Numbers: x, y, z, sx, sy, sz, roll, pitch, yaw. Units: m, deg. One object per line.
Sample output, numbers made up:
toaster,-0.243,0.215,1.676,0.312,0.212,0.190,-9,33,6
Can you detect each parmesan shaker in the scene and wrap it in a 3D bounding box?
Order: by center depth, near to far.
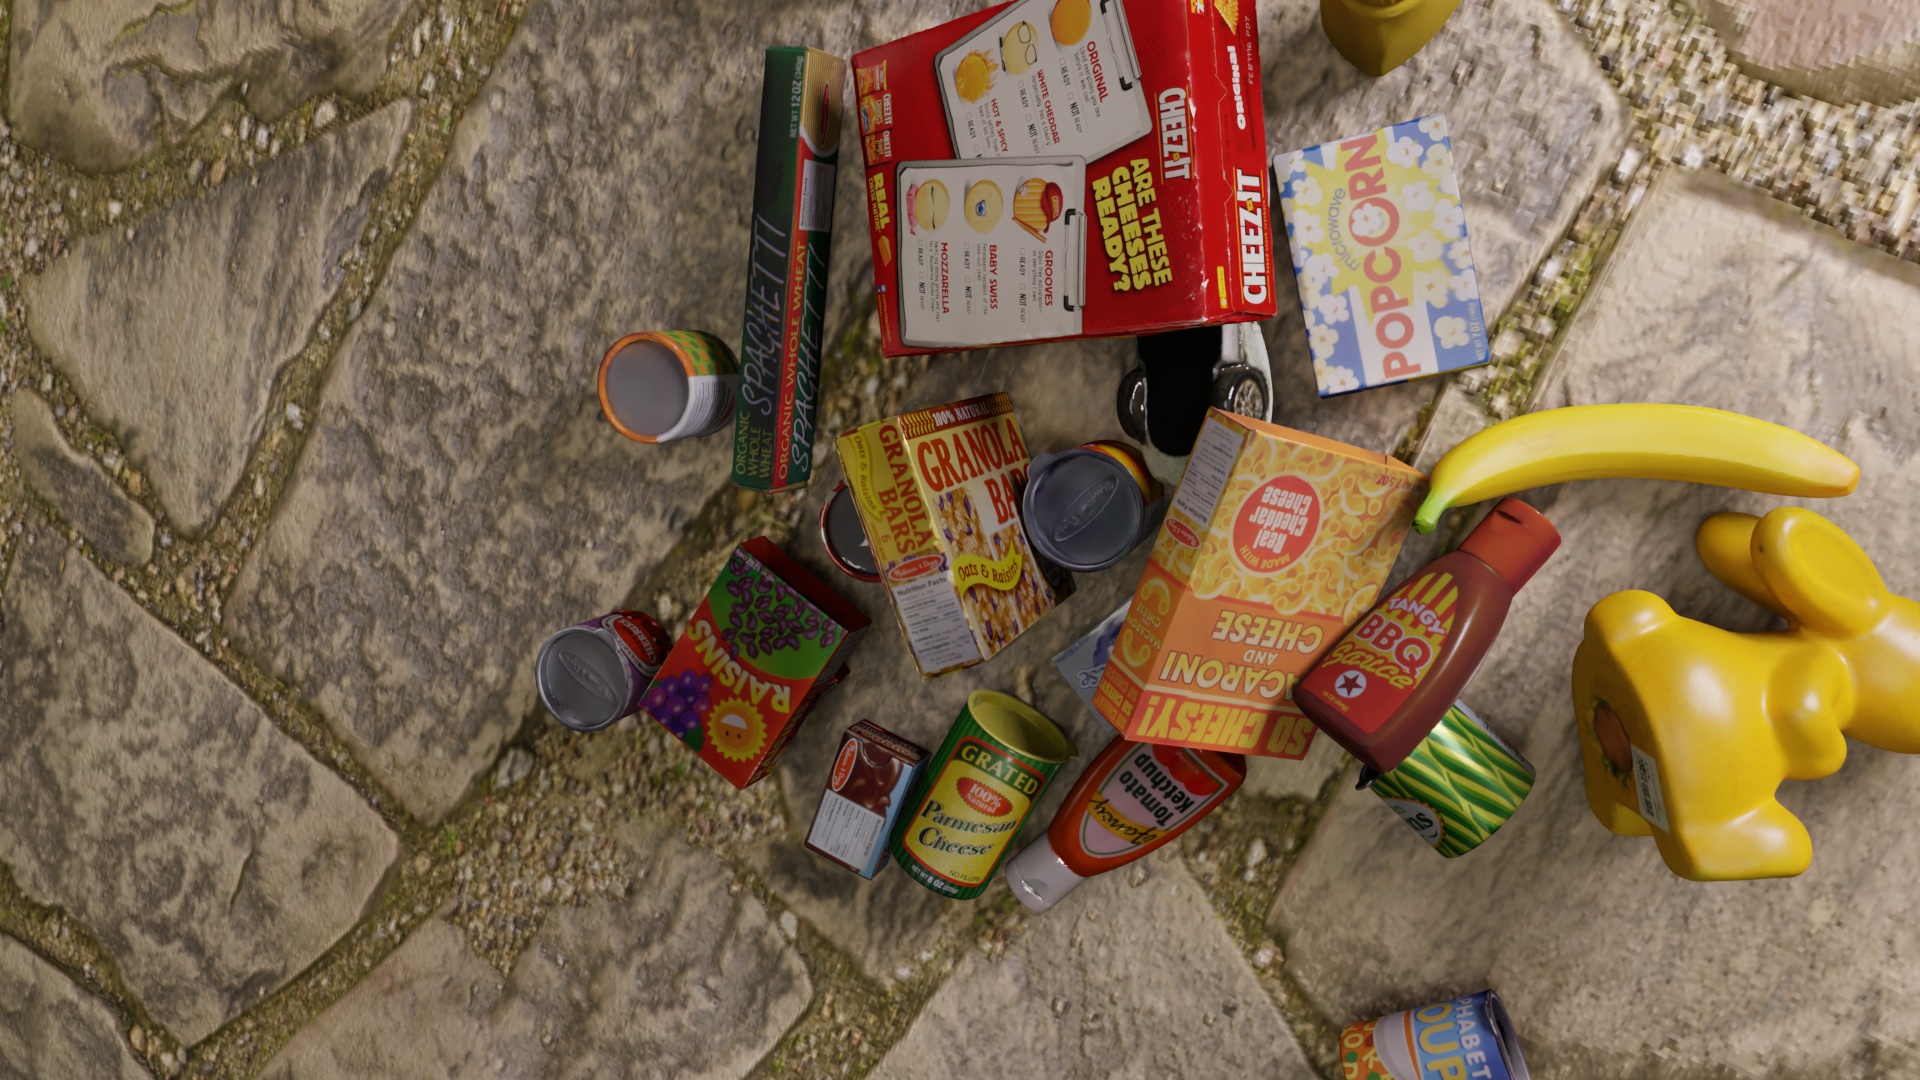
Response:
parmesan shaker,0.012,0.148,0.798,0.071,0.071,0.102,32,107,11

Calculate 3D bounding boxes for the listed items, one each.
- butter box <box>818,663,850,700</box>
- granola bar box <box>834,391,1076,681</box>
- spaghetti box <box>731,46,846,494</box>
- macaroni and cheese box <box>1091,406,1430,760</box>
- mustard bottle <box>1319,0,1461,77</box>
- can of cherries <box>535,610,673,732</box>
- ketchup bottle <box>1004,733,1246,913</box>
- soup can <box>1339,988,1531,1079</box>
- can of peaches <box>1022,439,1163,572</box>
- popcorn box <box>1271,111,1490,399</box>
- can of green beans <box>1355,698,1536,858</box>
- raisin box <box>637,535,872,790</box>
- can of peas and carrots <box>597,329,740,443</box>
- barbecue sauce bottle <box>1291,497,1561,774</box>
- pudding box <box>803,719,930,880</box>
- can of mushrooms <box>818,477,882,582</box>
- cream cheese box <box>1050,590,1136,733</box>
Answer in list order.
butter box,-0.122,0.094,0.857,0.103,0.024,0.053,-41,84,20
granola bar box,0.003,-0.009,0.724,0.039,0.166,0.124,-19,93,22
spaghetti box,-0.099,-0.151,0.797,0.029,0.050,0.249,10,102,19
macaroni and cheese box,0.153,0.026,0.709,0.124,0.040,0.166,11,108,-29
mustard bottle,0.193,-0.253,0.624,0.065,0.160,0.049,-44,82,18
can of cherries,-0.219,0.079,0.869,0.071,0.058,0.071,3,99,19
ketchup bottle,0.088,0.154,0.785,0.065,0.044,0.148,45,110,0
soup can,0.251,0.279,0.736,0.083,0.071,0.071,-22,91,21
can of peaches,0.072,-0.022,0.756,0.071,0.058,0.071,3,100,19
popcorn box,0.212,-0.142,0.700,0.085,0.038,0.126,-11,95,20
can of green beans,0.250,0.120,0.713,0.058,0.071,0.071,44,109,7
raisin box,-0.122,0.072,0.819,0.086,0.040,0.123,37,106,9
can of peas and carrots,-0.175,-0.093,0.827,0.071,0.059,0.071,3,99,18
barbecue sauce bottle,0.237,0.044,0.695,0.148,0.043,0.065,-47,40,-3
pudding box,-0.056,0.157,0.841,0.050,0.030,0.083,24,105,15
can of mushrooms,-0.047,-0.008,0.811,0.071,0.033,0.071,3,99,17
cream cheese box,0.106,0.055,0.774,0.103,0.024,0.053,-42,85,20
